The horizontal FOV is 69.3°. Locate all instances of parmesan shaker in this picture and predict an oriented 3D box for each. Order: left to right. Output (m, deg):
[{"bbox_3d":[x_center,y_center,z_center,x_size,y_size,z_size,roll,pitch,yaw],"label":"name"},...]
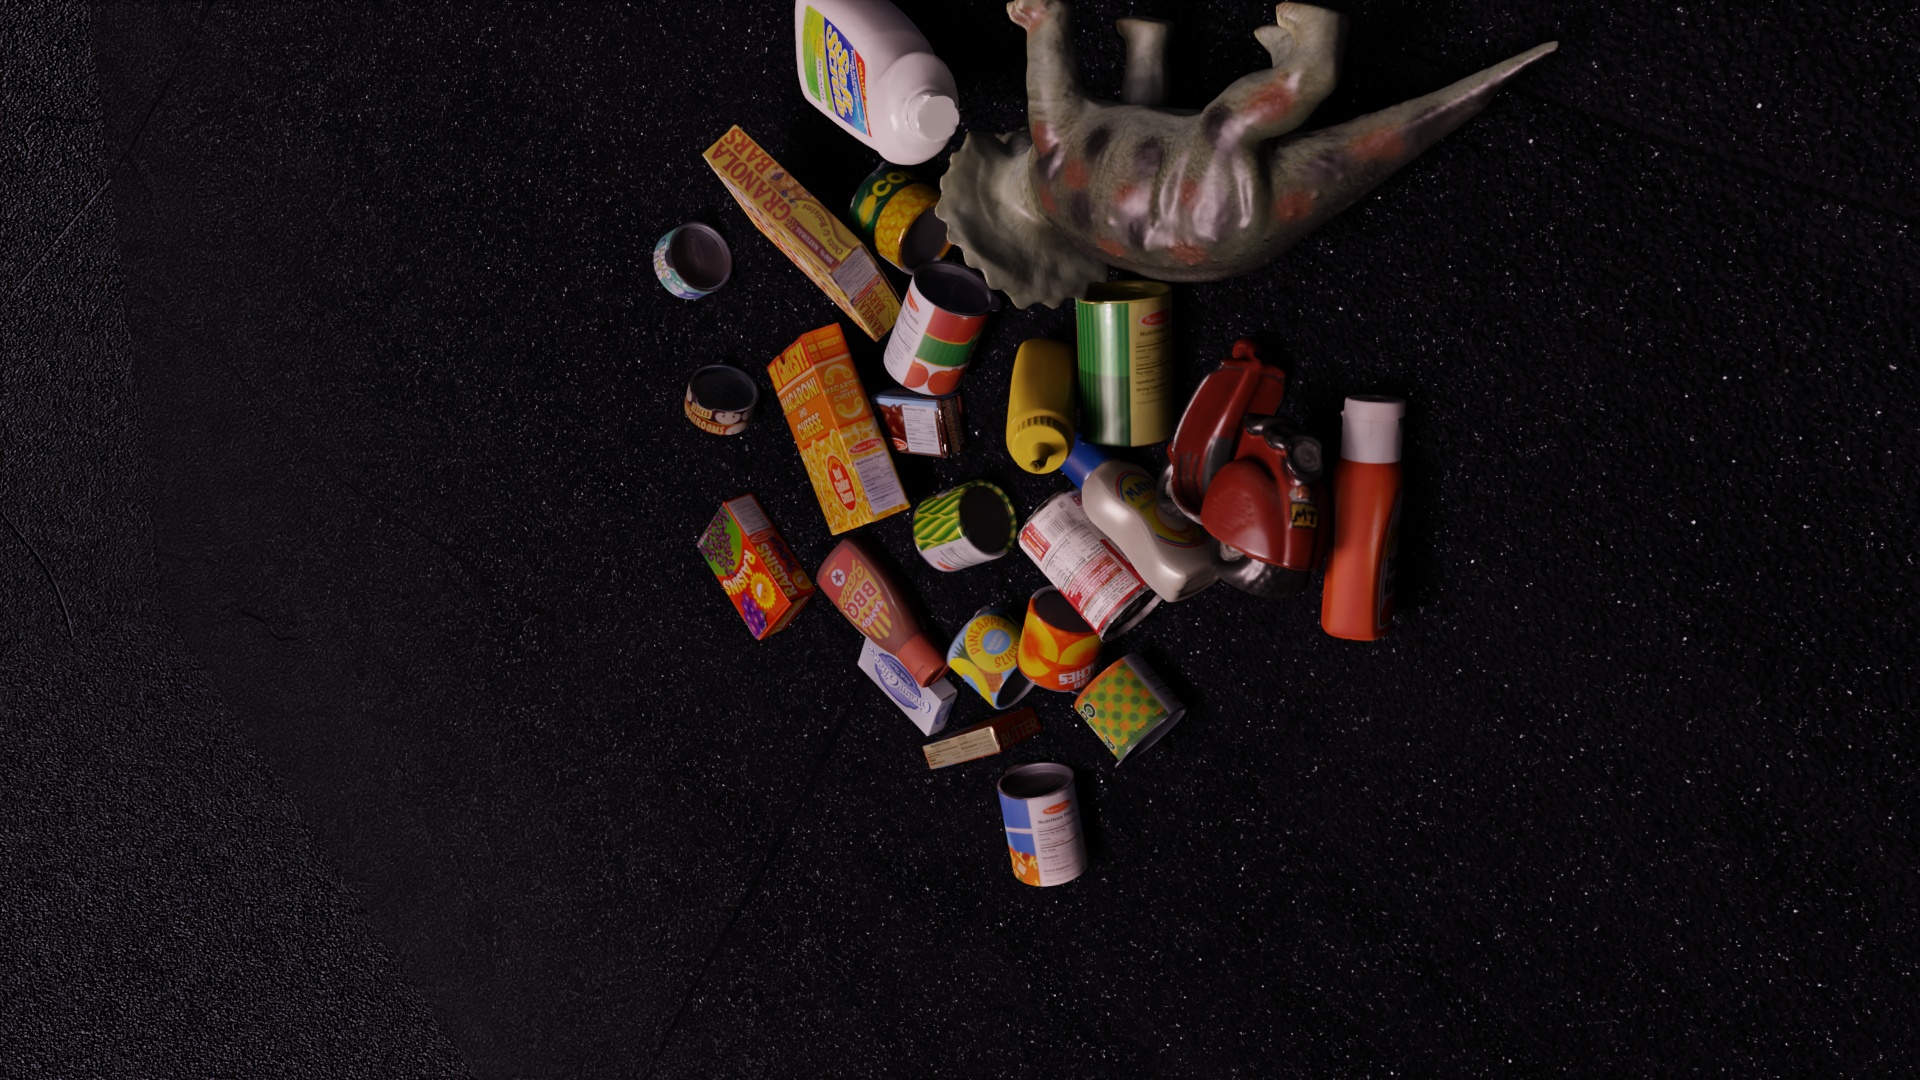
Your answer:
[{"bbox_3d":[0.112,-0.122,0.962,0.071,0.071,0.102,17,119,41],"label":"parmesan shaker"}]

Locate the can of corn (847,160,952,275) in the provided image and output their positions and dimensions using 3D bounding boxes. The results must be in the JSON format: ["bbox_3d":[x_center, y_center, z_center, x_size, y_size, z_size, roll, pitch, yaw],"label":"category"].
[{"bbox_3d":[-0.043,-0.249,1.071,0.058,0.071,0.070,39,132,27],"label":"can of corn"}]

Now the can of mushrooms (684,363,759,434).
[{"bbox_3d":[-0.229,-0.133,1.319,0.071,0.071,0.033,47,137,21],"label":"can of mushrooms"}]

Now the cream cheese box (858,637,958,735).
[{"bbox_3d":[-0.049,0.127,1.285,0.104,0.024,0.053,42,135,26],"label":"cream cheese box"}]

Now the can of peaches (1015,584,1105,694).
[{"bbox_3d":[0.082,0.077,1.089,0.071,0.071,0.057,35,129,31],"label":"can of peaches"}]

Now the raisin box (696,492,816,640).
[{"bbox_3d":[-0.206,0.027,1.394,0.123,0.040,0.085,55,137,11],"label":"raisin box"}]

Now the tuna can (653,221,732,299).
[{"bbox_3d":[-0.249,-0.258,1.283,0.032,0.071,0.071,-10,100,49],"label":"tuna can"}]

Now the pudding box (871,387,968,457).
[{"bbox_3d":[-0.035,-0.099,1.160,0.083,0.030,0.049,9,116,44],"label":"pudding box"}]

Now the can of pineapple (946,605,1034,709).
[{"bbox_3d":[0.031,0.097,1.152,0.058,0.071,0.070,40,133,26],"label":"can of pineapple"}]

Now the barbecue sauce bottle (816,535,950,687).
[{"bbox_3d":[-0.066,0.067,1.259,0.149,0.044,0.064,49,121,19],"label":"barbecue sauce bottle"}]

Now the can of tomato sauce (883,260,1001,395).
[{"bbox_3d":[-0.015,-0.164,1.084,0.071,0.071,0.082,46,136,22],"label":"can of tomato sauce"}]

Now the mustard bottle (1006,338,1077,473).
[{"bbox_3d":[0.058,-0.087,0.979,0.049,0.161,0.065,5,124,2],"label":"mustard bottle"}]

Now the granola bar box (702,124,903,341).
[{"bbox_3d":[-0.124,-0.248,1.126,0.166,0.039,0.124,45,178,22],"label":"granola bar box"}]

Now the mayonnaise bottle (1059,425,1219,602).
[{"bbox_3d":[0.125,-0.022,1.004,0.148,0.065,0.041,49,137,25],"label":"mayonnaise bottle"}]

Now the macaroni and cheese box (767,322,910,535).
[{"bbox_3d":[-0.109,-0.093,1.207,0.166,0.040,0.123,68,158,-2],"label":"macaroni and cheese box"}]

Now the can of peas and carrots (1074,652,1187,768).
[{"bbox_3d":[0.128,0.130,1.063,0.059,0.071,0.070,50,137,19],"label":"can of peas and carrots"}]

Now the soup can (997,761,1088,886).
[{"bbox_3d":[0.069,0.239,1.180,0.071,0.071,0.083,6,113,45],"label":"soup can"}]

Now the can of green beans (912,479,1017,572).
[{"bbox_3d":[0.004,-0.012,1.132,0.057,0.071,0.071,-19,94,48],"label":"can of green beans"}]

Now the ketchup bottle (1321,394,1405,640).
[{"bbox_3d":[0.254,-0.016,0.871,0.043,0.065,0.148,6,105,24],"label":"ketchup bottle"}]

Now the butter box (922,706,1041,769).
[{"bbox_3d":[0.018,0.173,1.213,0.103,0.053,0.024,-25,86,49],"label":"butter box"}]
